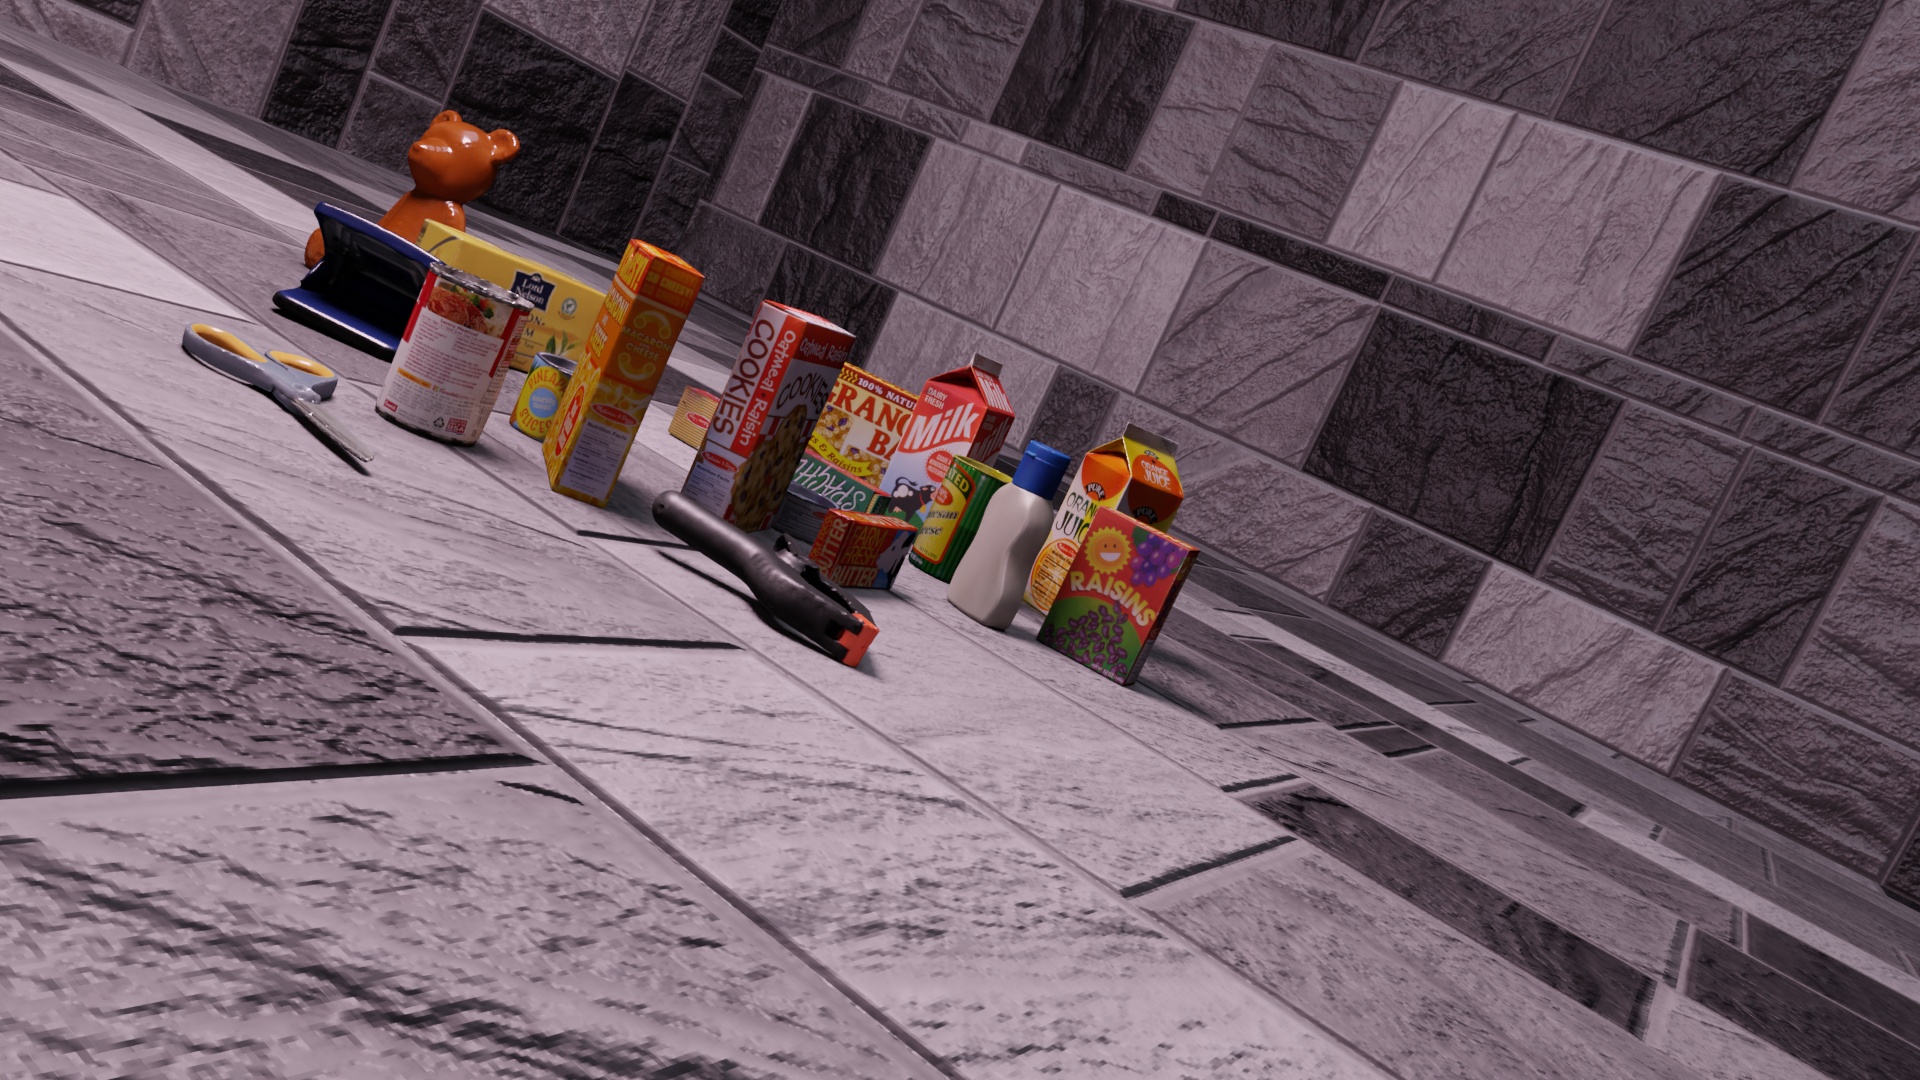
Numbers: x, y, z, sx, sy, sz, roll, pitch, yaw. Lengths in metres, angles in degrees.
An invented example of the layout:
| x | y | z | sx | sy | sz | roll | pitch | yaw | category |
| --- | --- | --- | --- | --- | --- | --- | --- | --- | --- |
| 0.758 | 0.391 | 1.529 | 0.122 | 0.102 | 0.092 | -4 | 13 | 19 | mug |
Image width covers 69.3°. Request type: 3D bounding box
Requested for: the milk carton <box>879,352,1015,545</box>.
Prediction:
| x | y | z | sx | sy | sz | roll | pitch | yaw | category |
| --- | --- | --- | --- | --- | --- | --- | --- | --- | --- |
| -0.011 | -0.089 | 1.348 | 0.073 | 0.190 | 0.072 | 28 | 8 | 23 | milk carton |

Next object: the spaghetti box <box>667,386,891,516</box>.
| x | y | z | sx | sy | sz | roll | pitch | yaw | category |
| --- | --- | --- | --- | --- | --- | --- | --- | --- | --- |
| -0.167 | -0.070 | 1.258 | 0.250 | 0.050 | 0.029 | 29 | 8 | 30 | spaghetti box |

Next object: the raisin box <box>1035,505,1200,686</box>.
| x | y | z | sx | sy | sz | roll | pitch | yaw | category |
| --- | --- | --- | --- | --- | --- | --- | --- | --- | --- |
| 0.128 | 0.044 | 1.131 | 0.086 | 0.123 | 0.040 | 28 | 8 | 21 | raisin box |

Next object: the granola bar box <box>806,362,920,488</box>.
| x | y | z | sx | sy | sz | roll | pitch | yaw | category |
| --- | --- | --- | --- | --- | --- | --- | --- | --- | --- |
| -0.087 | -0.101 | 1.435 | 0.166 | 0.124 | 0.039 | 25 | 7 | 5 | granola bar box |

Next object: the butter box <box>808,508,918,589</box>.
| x | y | z | sx | sy | sz | roll | pitch | yaw | category |
| --- | --- | --- | --- | --- | --- | --- | --- | --- | --- |
| -0.072 | 0.007 | 1.024 | 0.024 | 0.053 | 0.103 | 28 | 8 | 24 | butter box |

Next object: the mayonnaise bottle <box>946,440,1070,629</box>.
| x | y | z | sx | sy | sz | roll | pitch | yaw | category |
| --- | --- | --- | --- | --- | --- | --- | --- | --- | --- |
| 0.042 | -0.006 | 1.113 | 0.041 | 0.148 | 0.065 | 19 | 9 | -41 | mayonnaise bottle |

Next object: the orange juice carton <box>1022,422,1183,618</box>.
| x | y | z | sx | sy | sz | roll | pitch | yaw | category |
| --- | --- | --- | --- | --- | --- | --- | --- | --- | --- |
| 0.136 | -0.012 | 1.273 | 0.072 | 0.192 | 0.073 | 19 | 9 | -37 | orange juice carton |

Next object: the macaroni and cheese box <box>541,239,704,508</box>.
| x | y | z | sx | sy | sz | roll | pitch | yaw | category |
| --- | --- | --- | --- | --- | --- | --- | --- | --- | --- |
| -0.234 | -0.118 | 0.946 | 0.040 | 0.166 | 0.124 | 22 | 8 | -25 | macaroni and cheese box |

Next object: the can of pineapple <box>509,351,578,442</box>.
| x | y | z | sx | sy | sz | roll | pitch | yaw | category |
| --- | --- | --- | --- | --- | --- | --- | --- | --- | --- |
| -0.299 | -0.103 | 1.047 | 0.071 | 0.057 | 0.071 | 24 | 8 | -3 | can of pineapple |

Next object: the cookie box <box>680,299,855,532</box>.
| x | y | z | sx | sy | sz | roll | pitch | yaw | category |
| --- | --- | --- | --- | --- | --- | --- | --- | --- | --- |
| -0.143 | -0.089 | 1.023 | 0.040 | 0.167 | 0.123 | 26 | 7 | 9 | cookie box |

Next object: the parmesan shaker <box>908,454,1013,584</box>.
| x | y | z | sx | sy | sz | roll | pitch | yaw | category |
| --- | --- | --- | --- | --- | --- | --- | --- | --- | --- |
| 0.004 | -0.015 | 1.224 | 0.071 | 0.103 | 0.071 | 24 | 7 | -3 | parmesan shaker |

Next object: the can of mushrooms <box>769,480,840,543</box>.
| x | y | z | sx | sy | sz | roll | pitch | yaw | category |
| --- | --- | --- | --- | --- | --- | --- | --- | --- | --- |
| -0.134 | -0.026 | 1.127 | 0.071 | 0.033 | 0.071 | 24 | 8 | -3 | can of mushrooms |
